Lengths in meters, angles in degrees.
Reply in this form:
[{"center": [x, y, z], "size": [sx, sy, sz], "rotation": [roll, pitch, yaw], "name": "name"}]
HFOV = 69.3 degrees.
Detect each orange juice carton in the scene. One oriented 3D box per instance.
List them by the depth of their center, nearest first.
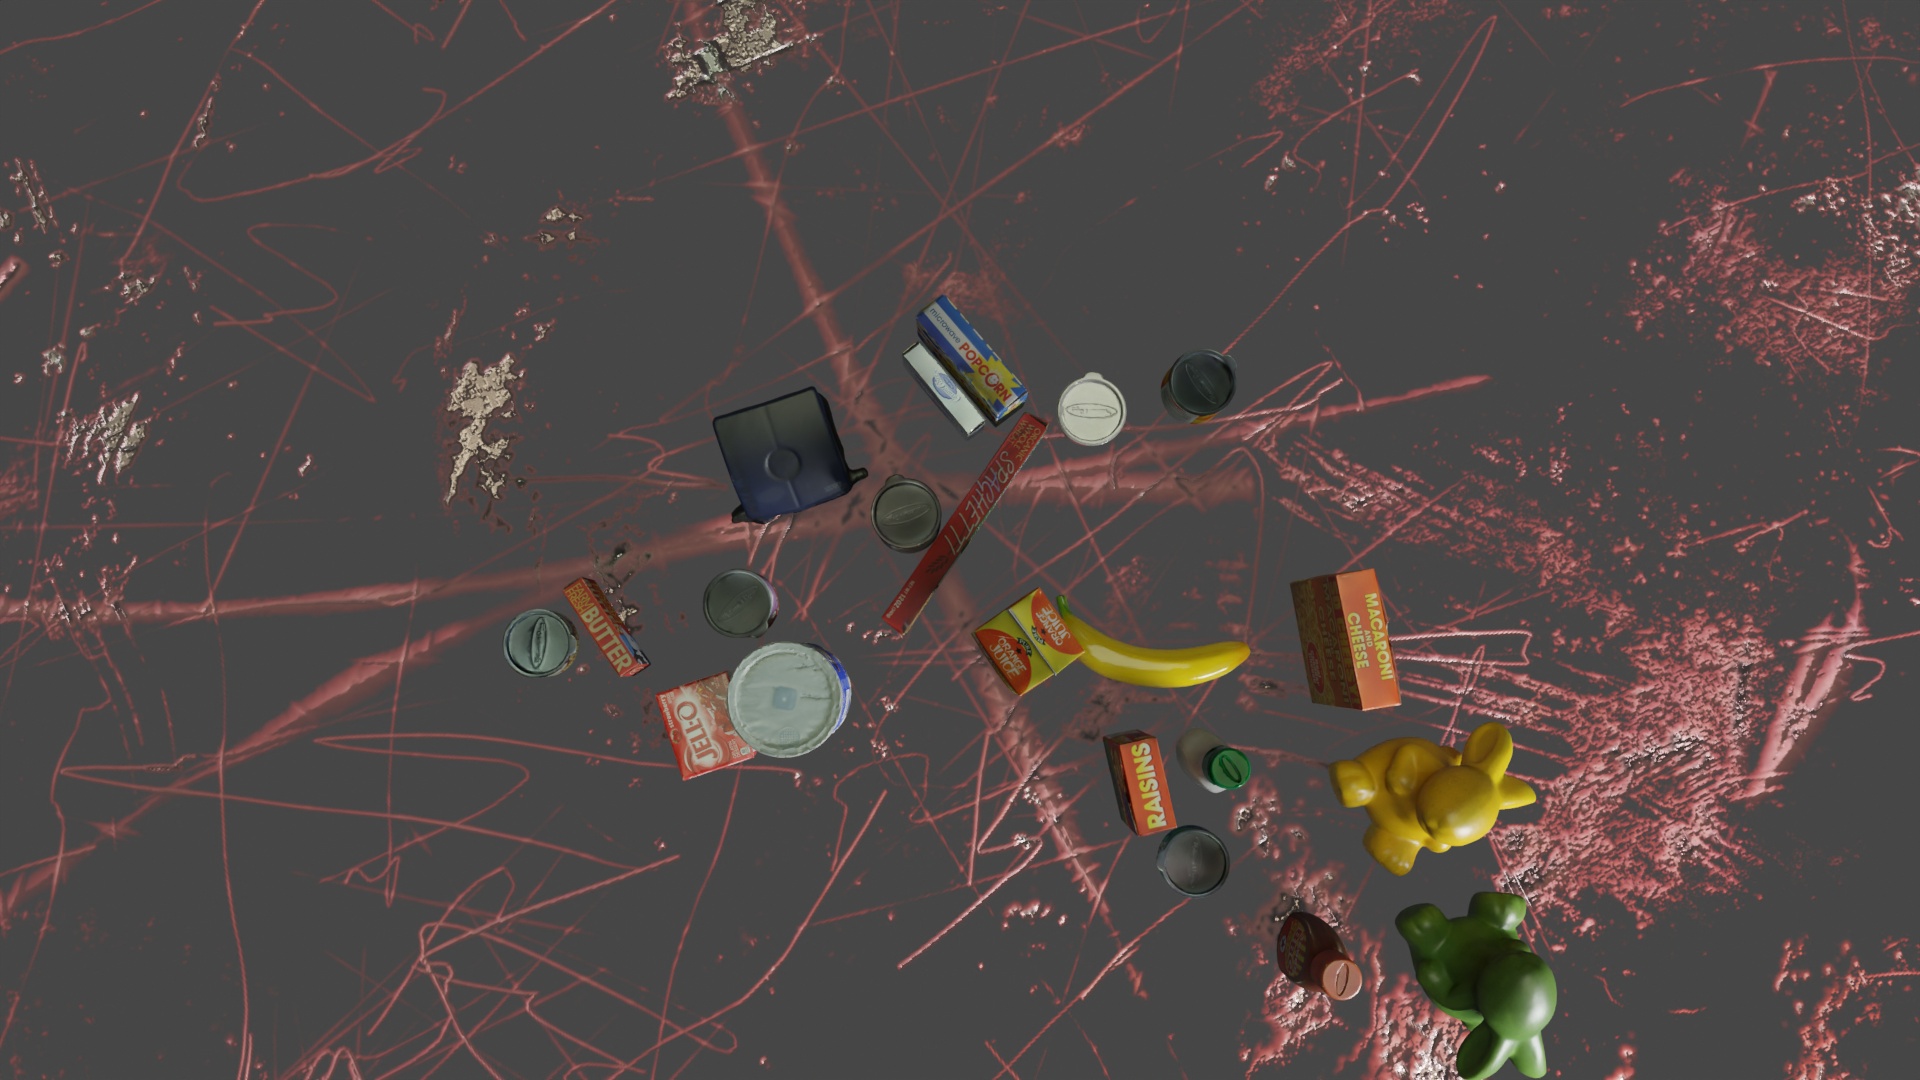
[{"center": [0.060, 0.093, 1.278], "size": [0.073, 0.192, 0.072], "rotation": [-34, 87, -3], "name": "orange juice carton"}]

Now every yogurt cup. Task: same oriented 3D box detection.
[{"center": [0.126, -0.124, 1.368], "size": [0.072, 0.054, 0.072], "rotation": [0, 85, -1], "name": "yogurt cup"}]

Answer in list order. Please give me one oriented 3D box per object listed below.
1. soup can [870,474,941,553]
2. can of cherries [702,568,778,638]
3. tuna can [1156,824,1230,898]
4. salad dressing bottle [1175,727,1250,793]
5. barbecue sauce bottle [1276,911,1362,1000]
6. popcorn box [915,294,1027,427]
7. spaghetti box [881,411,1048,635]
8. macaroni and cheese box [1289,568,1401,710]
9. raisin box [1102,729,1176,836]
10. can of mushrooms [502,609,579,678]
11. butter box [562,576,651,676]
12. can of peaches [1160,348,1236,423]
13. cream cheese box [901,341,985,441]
[{"center": [-0.052, -0.025, 1.340], "size": [0.071, 0.083, 0.071], "rotation": [0, 85, -1], "name": "soup can"}, {"center": [-0.210, 0.064, 1.342], "size": [0.071, 0.058, 0.071], "rotation": [0, 85, -1], "name": "can of cherries"}, {"center": [0.222, 0.310, 1.343], "size": [0.071, 0.033, 0.071], "rotation": [0, 85, -1], "name": "tuna can"}, {"center": [0.236, 0.207, 1.294], "size": [0.044, 0.147, 0.064], "rotation": [-34, 87, -3], "name": "salad dressing bottle"}, {"center": [0.331, 0.387, 1.280], "size": [0.044, 0.148, 0.065], "rotation": [13, 86, 0], "name": "barbecue sauce bottle"}, {"center": [0.010, -0.174, 1.354], "size": [0.038, 0.085, 0.127], "rotation": [-40, 87, -4], "name": "popcorn box"}, {"center": [0.005, -0.017, 1.358], "size": [0.029, 0.050, 0.250], "rotation": [35, 85, 2], "name": "spaghetti box"}, {"center": [0.357, 0.092, 1.297], "size": [0.040, 0.166, 0.123], "rotation": [-10, 86, -2], "name": "macaroni and cheese box"}, {"center": [0.166, 0.225, 1.303], "size": [0.040, 0.123, 0.086], "rotation": [-12, 86, -2], "name": "raisin box"}, {"center": [-0.404, 0.100, 1.347], "size": [0.071, 0.033, 0.071], "rotation": [0, 85, -1], "name": "can of mushrooms"}, {"center": [-0.341, 0.084, 1.340], "size": [0.024, 0.053, 0.103], "rotation": [-35, 87, -3], "name": "butter box"}, {"center": [0.236, -0.152, 1.370], "size": [0.071, 0.058, 0.071], "rotation": [0, 85, -1], "name": "can of peaches"}, {"center": [-0.016, -0.146, 1.367], "size": [0.024, 0.053, 0.104], "rotation": [-39, 87, -4], "name": "cream cheese box"}]
